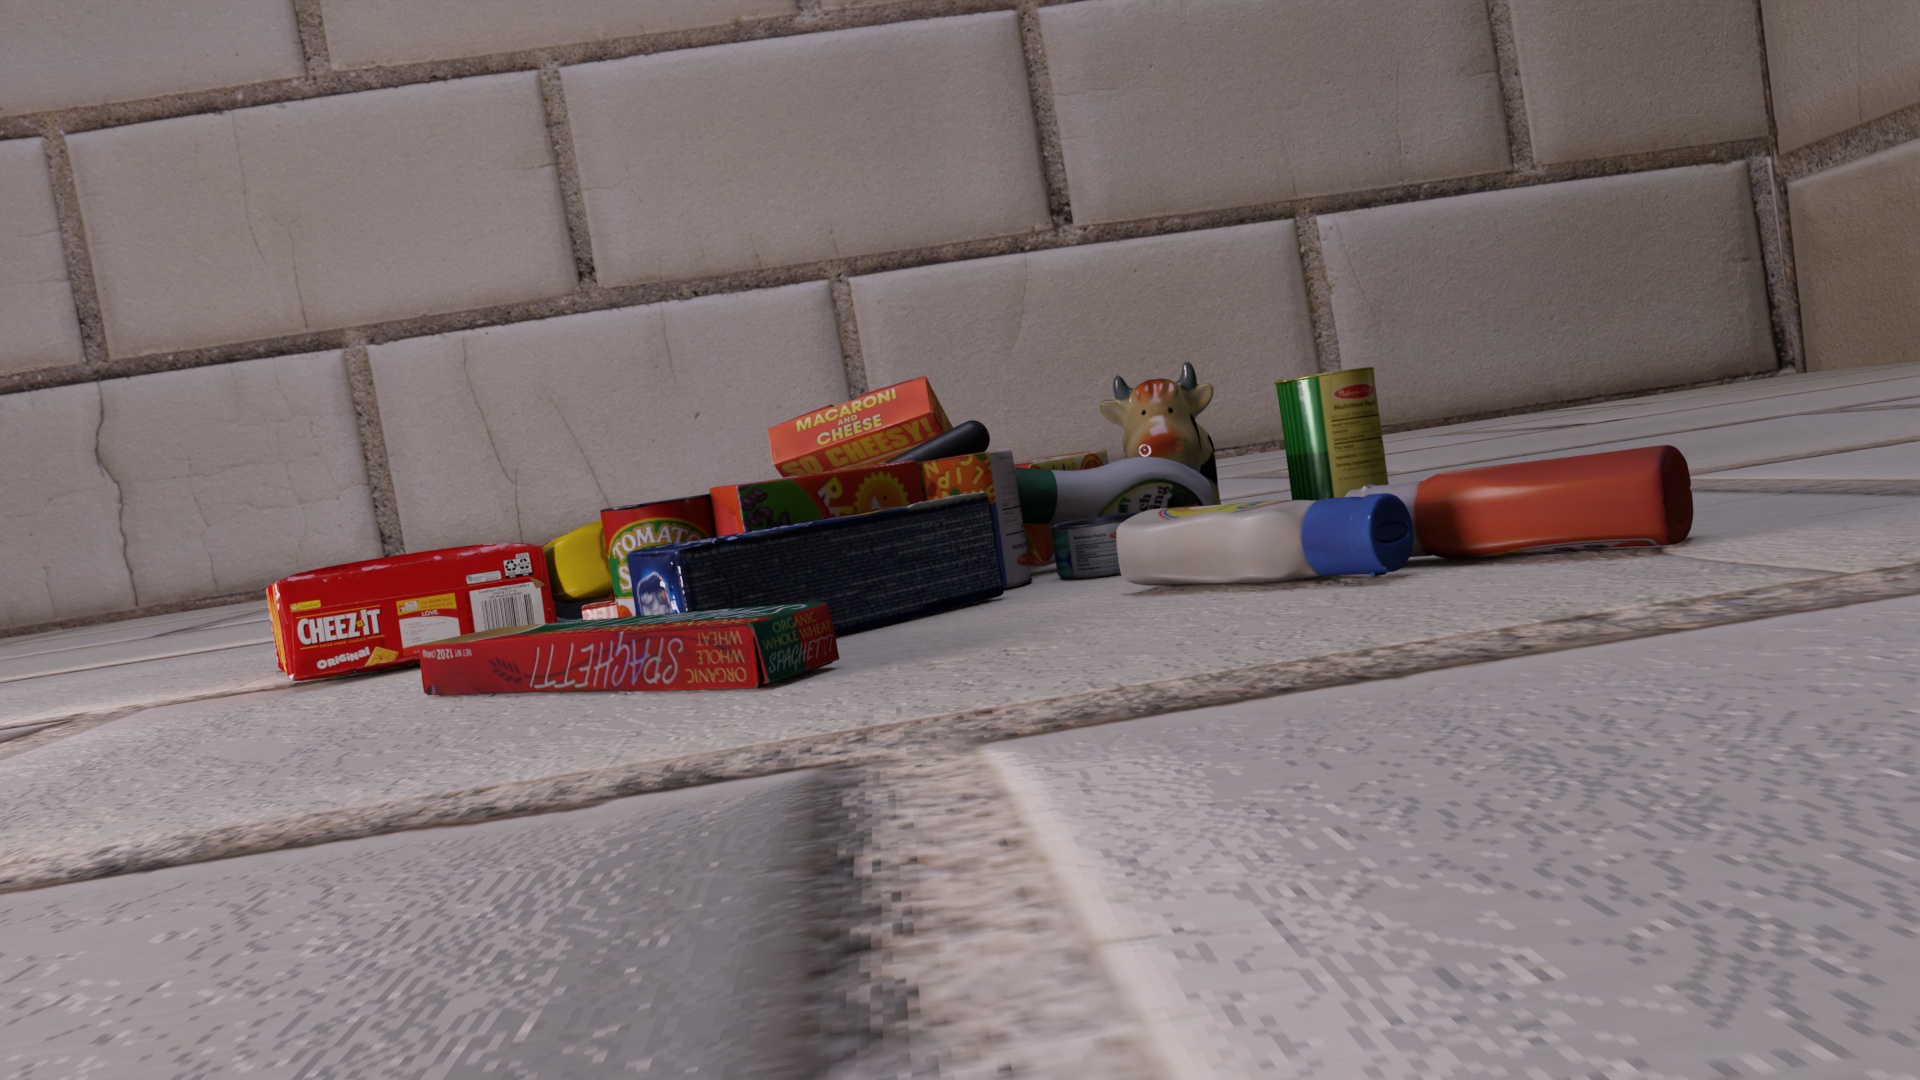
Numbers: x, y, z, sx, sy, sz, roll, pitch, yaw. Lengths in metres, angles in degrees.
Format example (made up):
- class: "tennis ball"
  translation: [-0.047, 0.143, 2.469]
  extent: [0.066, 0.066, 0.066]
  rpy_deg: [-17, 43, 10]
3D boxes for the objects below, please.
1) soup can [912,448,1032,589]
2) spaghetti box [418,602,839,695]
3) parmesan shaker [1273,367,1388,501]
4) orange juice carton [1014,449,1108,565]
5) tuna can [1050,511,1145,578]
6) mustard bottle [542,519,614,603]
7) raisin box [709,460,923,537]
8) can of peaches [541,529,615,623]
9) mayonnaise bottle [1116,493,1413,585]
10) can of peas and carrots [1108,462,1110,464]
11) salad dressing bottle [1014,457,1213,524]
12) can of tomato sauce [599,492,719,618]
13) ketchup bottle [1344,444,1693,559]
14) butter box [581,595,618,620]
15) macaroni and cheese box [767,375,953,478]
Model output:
- class: "soup can"
  translation: [0.003, -0.011, 0.861]
  extent: [0.071, 0.083, 0.071]
  rpy_deg: [-9, 3, 1]
- class: "spaghetti box"
  translation: [-0.166, 0.054, 0.661]
  extent: [0.249, 0.028, 0.050]
  rpy_deg: [-6, 5, 37]
- class: "parmesan shaker"
  translation: [0.253, -0.062, 0.951]
  extent: [0.071, 0.103, 0.071]
  rpy_deg: [-8, 3, 0]
- class: "orange juice carton"
  translation: [0.047, -0.021, 1.023]
  extent: [0.072, 0.073, 0.193]
  rpy_deg: [-7, 4, 28]
- class: "tuna can"
  translation: [0.090, 0.002, 0.857]
  extent: [0.071, 0.033, 0.071]
  rpy_deg: [-8, 3, 1]
- class: "mustard bottle"
  translation: [-0.256, 0.016, 0.951]
  extent: [0.065, 0.049, 0.160]
  rpy_deg: [-10, -2, -41]
- class: "raisin box"
  translation: [-0.079, 0.002, 0.816]
  extent: [0.124, 0.086, 0.040]
  rpy_deg: [-10, 3, -35]
- class: "can of peaches"
  translation: [-0.294, 0.028, 1.050]
  extent: [0.071, 0.071, 0.058]
  rpy_deg: [-9, 4, -17]
- class: "mayonnaise bottle"
  translation: [0.148, 0.000, 0.683]
  extent: [0.065, 0.041, 0.148]
  rpy_deg: [-9, 2, -39]
- class: "can of peas and carrots"
  translation: [0.113, -0.038, 1.192]
  extent: [0.071, 0.071, 0.059]
  rpy_deg: [-8, 2, 11]
- class: "salad dressing bottle"
  translation: [0.092, -0.026, 0.923]
  extent: [0.148, 0.064, 0.044]
  rpy_deg: [3, 29, -16]
- class: "can of tomato sauce"
  translation: [-0.170, 0.018, 0.806]
  extent: [0.071, 0.083, 0.071]
  rpy_deg: [-8, 3, 1]
- class: "ketchup bottle"
  translation: [0.255, -0.014, 0.648]
  extent: [0.148, 0.043, 0.065]
  rpy_deg: [-6, 3, 38]
- class: "butter box"
  translation: [-0.205, 0.045, 0.935]
  extent: [0.053, 0.024, 0.104]
  rpy_deg: [-8, 3, 16]
- class: "macaroni and cheese box"
  translation: [-0.056, -0.046, 1.048]
  extent: [0.124, 0.040, 0.166]
  rpy_deg: [-18, -34, 8]
